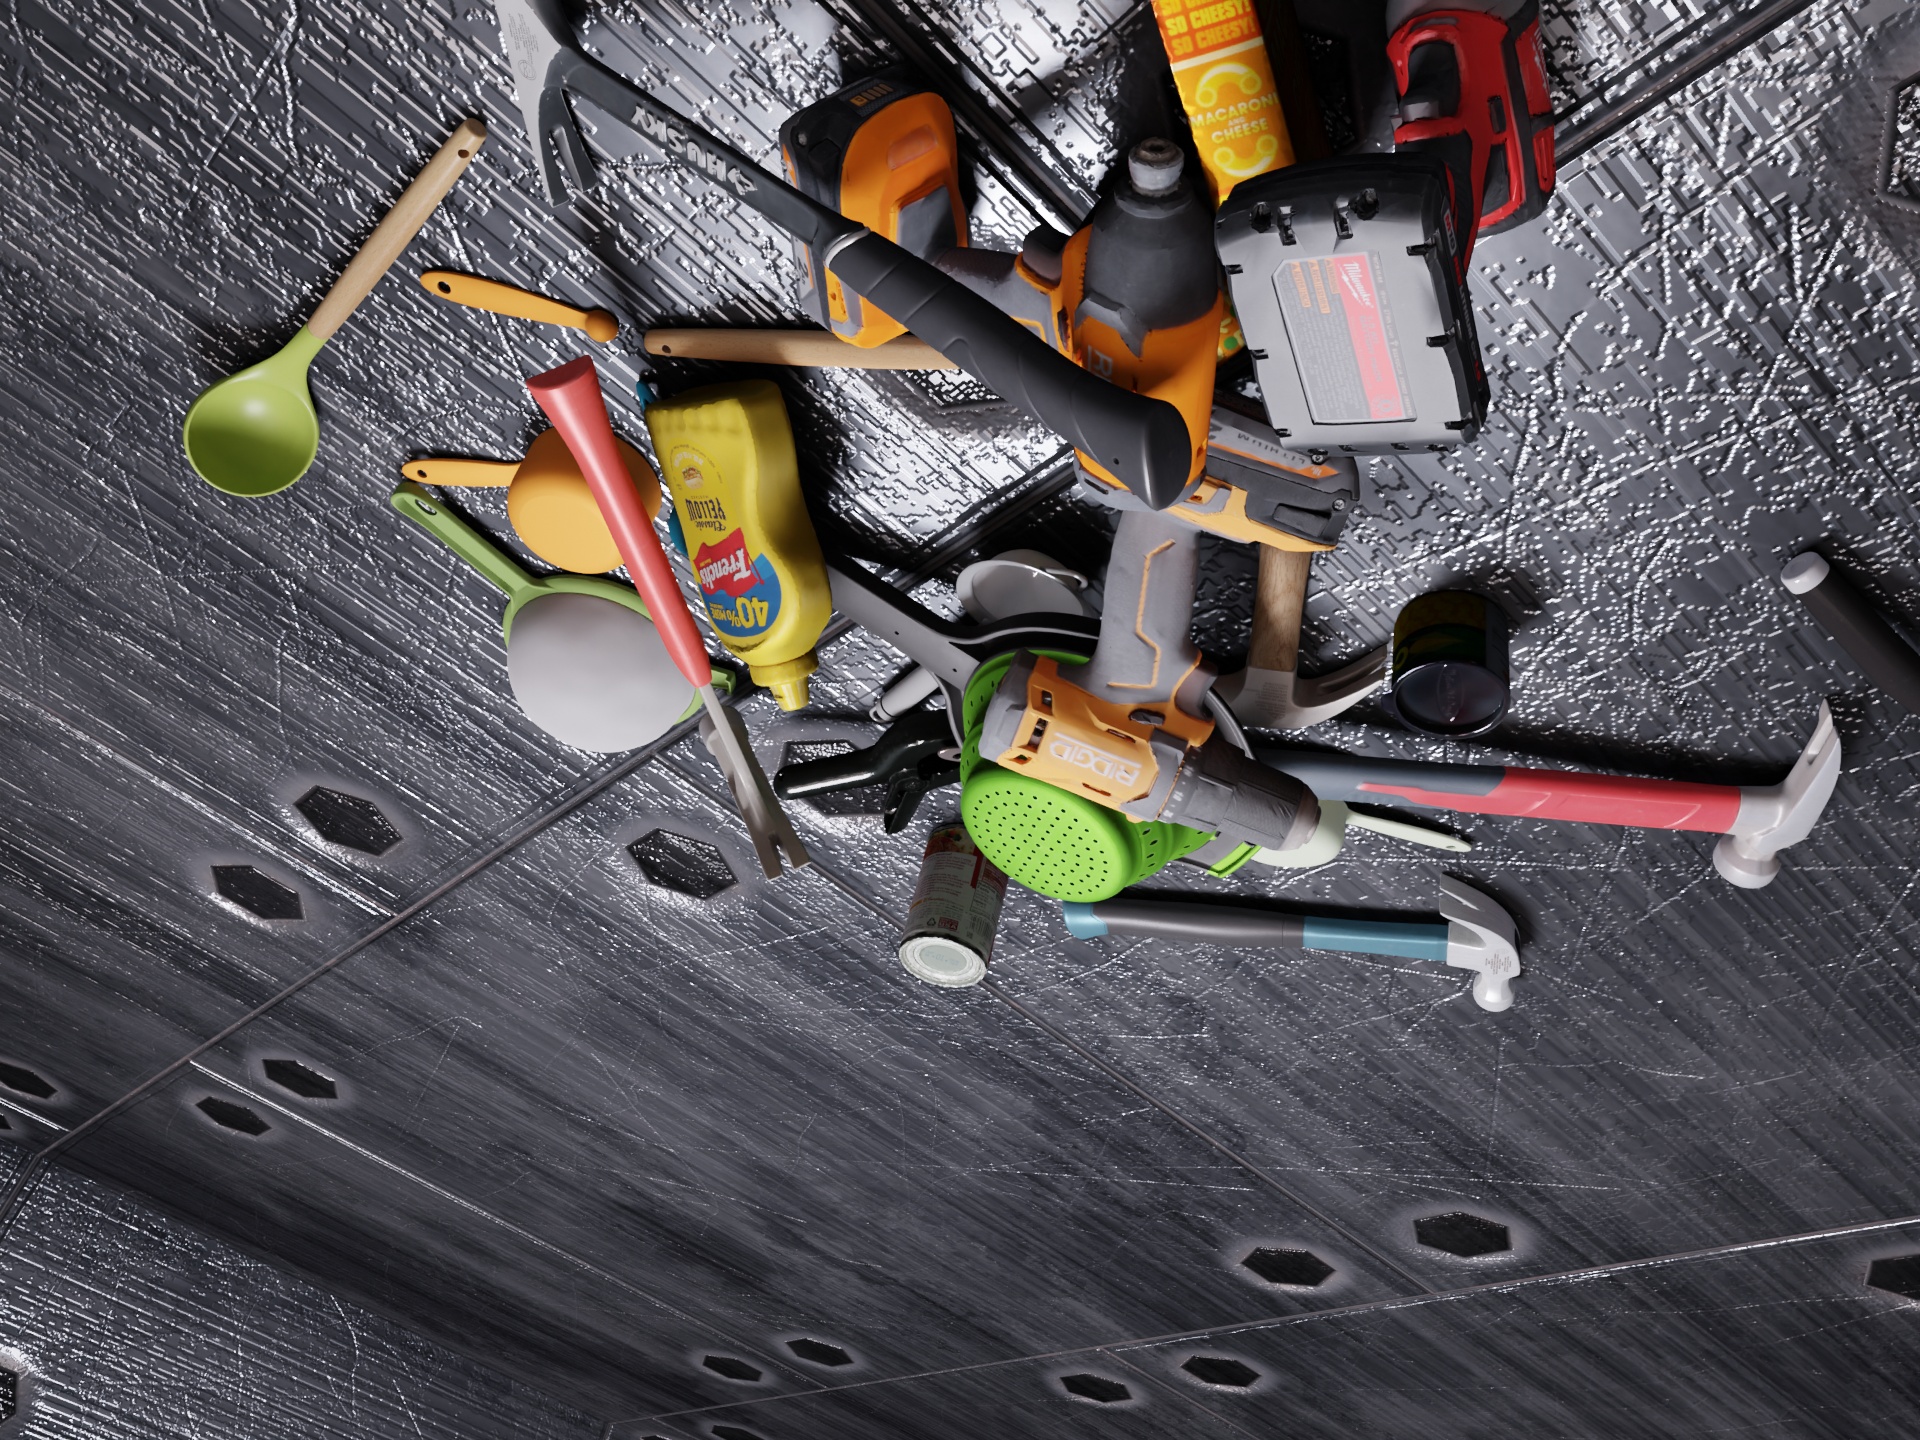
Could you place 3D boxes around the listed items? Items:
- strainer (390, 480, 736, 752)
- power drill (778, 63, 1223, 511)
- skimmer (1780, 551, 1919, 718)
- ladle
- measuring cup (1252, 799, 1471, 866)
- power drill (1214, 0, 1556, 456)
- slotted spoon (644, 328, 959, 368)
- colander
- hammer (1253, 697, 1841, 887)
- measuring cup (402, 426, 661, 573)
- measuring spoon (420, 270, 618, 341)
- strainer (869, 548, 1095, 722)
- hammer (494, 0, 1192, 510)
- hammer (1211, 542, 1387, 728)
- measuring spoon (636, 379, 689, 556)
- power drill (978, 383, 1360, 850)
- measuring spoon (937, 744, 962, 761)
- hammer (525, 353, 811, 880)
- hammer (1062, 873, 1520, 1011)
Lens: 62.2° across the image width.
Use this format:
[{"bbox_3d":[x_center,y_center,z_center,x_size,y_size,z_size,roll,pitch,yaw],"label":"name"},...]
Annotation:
[{"bbox_3d":[-0.287,-0.056,1.074,0.151,0.069,0.256,-21,130,36],"label":"strainer"},{"bbox_3d":[0.021,-0.209,0.708,0.227,0.084,0.164,36,149,29],"label":"power drill"},{"bbox_3d":[0.589,0.013,0.898,0.363,0.090,0.127,40,139,-12],"label":"skimmer"},{"bbox_3d":[-0.355,-0.229,0.909,0.078,0.062,0.320,14,146,-43],"label":"ladle"},{"bbox_3d":[0.263,0.083,1.068,0.167,0.038,0.083,13,158,-5],"label":"measuring cup"},{"bbox_3d":[0.178,-0.217,0.619,0.078,0.220,0.143,4,139,33],"label":"power drill"},{"bbox_3d":[-0.025,-0.197,0.859,0.314,0.031,0.070,6,138,14],"label":"slotted spoon"},{"bbox_3d":[-0.002,-0.003,0.956,0.397,0.094,0.204,33,145,3],"label":"colander"},{"bbox_3d":[0.323,0.032,0.977,0.386,0.038,0.143,5,138,6],"label":"hammer"},{"bbox_3d":[-0.276,-0.136,0.990,0.173,0.052,0.095,5,139,10],"label":"measuring cup"},{"bbox_3d":[-0.251,-0.234,0.901,0.117,0.011,0.021,15,140,1],"label":"measuring spoon"},{"bbox_3d":[0.006,-0.052,1.007,0.086,0.050,0.258,30,144,-19],"label":"strainer"},{"bbox_3d":[-0.065,-0.214,0.706,0.409,0.036,0.149,38,149,19],"label":"hammer"},{"bbox_3d":[0.185,-0.112,0.883,0.130,0.031,0.331,7,139,11],"label":"hammer"},{"bbox_3d":[-0.177,-0.146,0.962,0.042,0.021,0.128,26,146,37],"label":"measuring spoon"},{"bbox_3d":[0.130,-0.046,0.822,0.185,0.084,0.226,22,112,2],"label":"power drill"},{"bbox_3d":[0.042,0.031,1.073,0.124,0.018,0.034,5,148,-24],"label":"measuring spoon"},{"bbox_3d":[-0.171,-0.058,0.948,0.036,0.149,0.358,-25,138,-8],"label":"hammer"},{"bbox_3d":[0.240,0.156,1.175,0.331,0.033,0.128,3,139,15],"label":"hammer"}]
